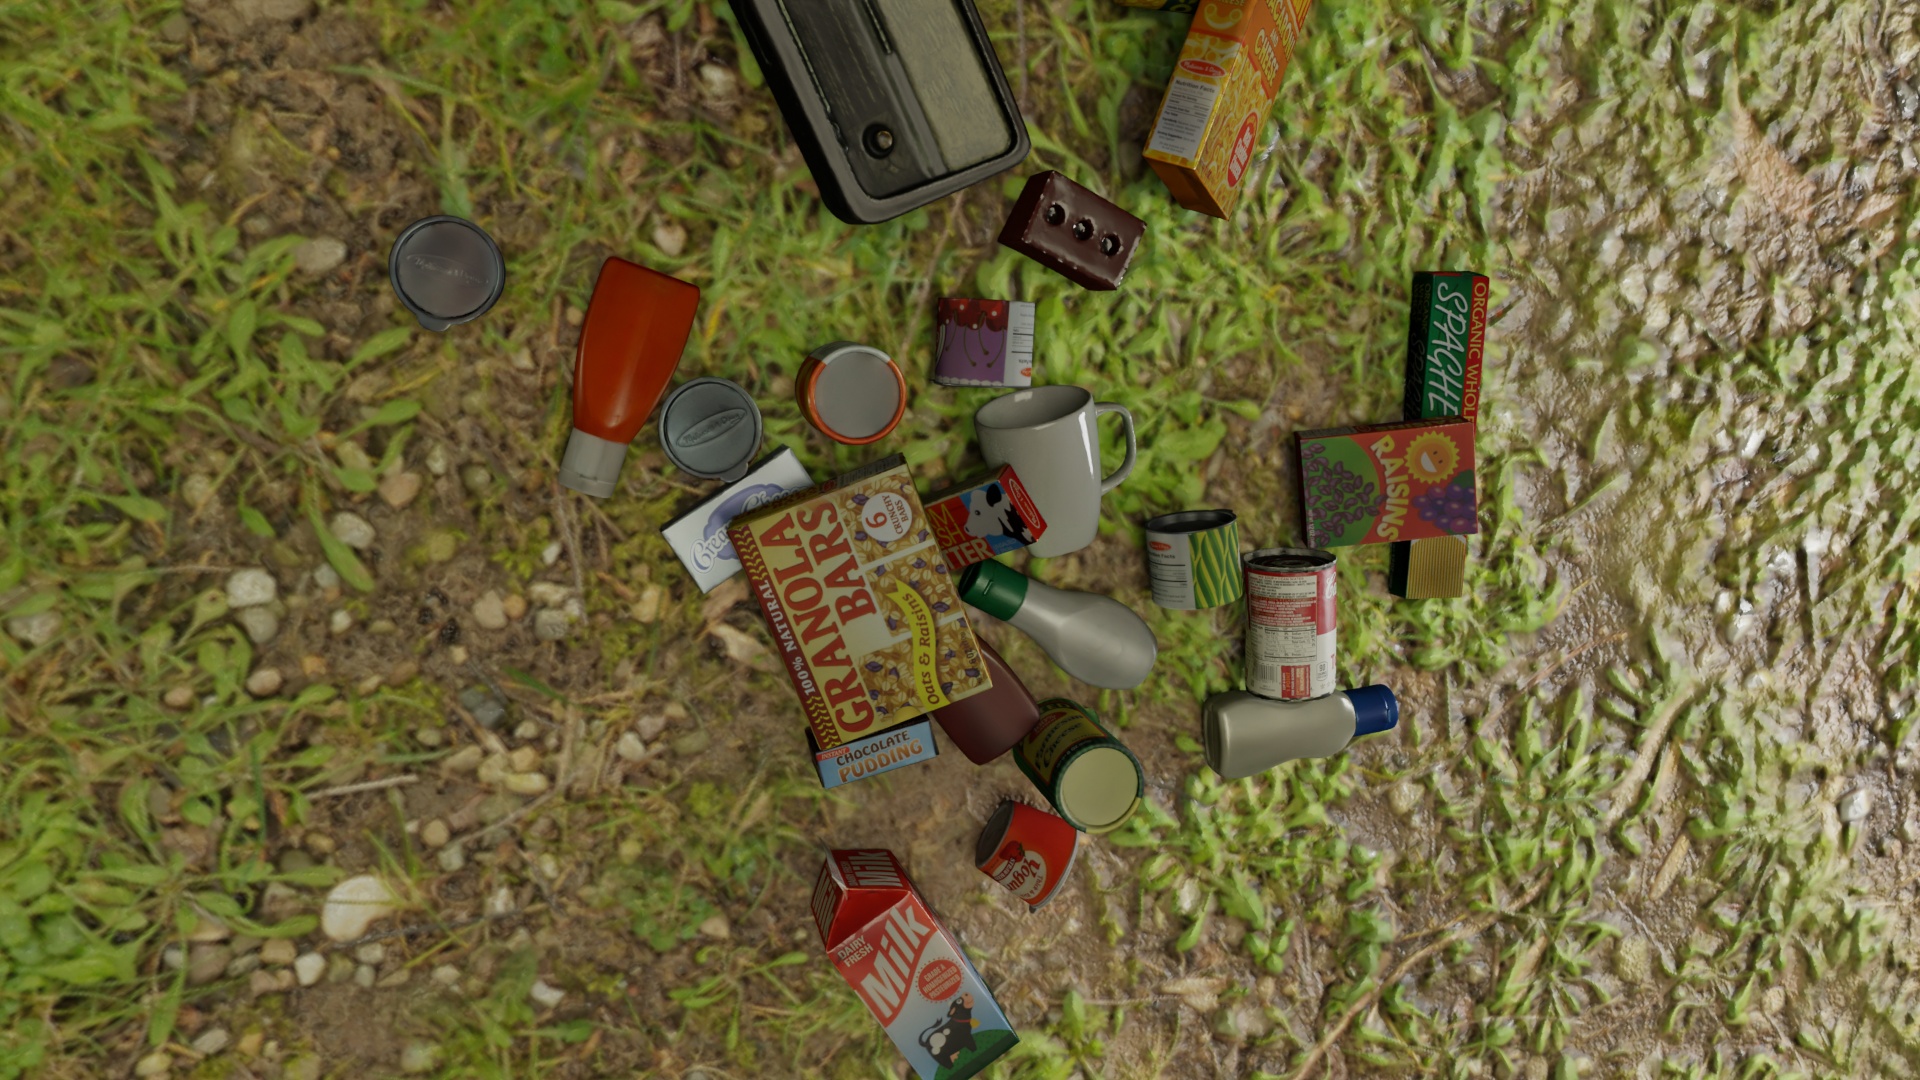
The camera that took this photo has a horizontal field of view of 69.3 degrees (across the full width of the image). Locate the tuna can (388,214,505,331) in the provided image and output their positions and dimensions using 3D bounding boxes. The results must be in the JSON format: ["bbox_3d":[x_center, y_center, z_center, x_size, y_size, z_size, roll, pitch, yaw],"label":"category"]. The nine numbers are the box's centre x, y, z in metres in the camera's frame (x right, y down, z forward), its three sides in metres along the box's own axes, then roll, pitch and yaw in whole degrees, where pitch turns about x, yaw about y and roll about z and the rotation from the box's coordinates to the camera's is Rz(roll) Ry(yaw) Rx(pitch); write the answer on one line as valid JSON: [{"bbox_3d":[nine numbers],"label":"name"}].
[{"bbox_3d":[-0.316,-0.164,0.857,0.071,0.033,0.071,-3,100,-14],"label":"tuna can"}]

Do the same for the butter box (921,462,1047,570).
[{"bbox_3d":[0.003,-0.012,0.940,0.053,0.103,0.024,58,39,-16],"label":"butter box"}]

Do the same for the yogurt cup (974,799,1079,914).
[{"bbox_3d":[0.047,0.224,1.006,0.054,0.072,0.072,29,92,-10],"label":"yogurt cup"}]

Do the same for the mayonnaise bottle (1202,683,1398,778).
[{"bbox_3d":[0.260,0.139,1.059,0.148,0.041,0.064,-8,103,-15],"label":"mayonnaise bottle"}]

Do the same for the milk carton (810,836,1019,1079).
[{"bbox_3d":[-0.044,0.294,0.988,0.073,0.072,0.190,-35,106,-6],"label":"milk carton"}]

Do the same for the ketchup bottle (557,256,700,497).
[{"bbox_3d":[-0.218,-0.102,0.888,0.065,0.043,0.148,18,95,-16],"label":"ketchup bottle"}]

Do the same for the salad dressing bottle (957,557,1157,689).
[{"bbox_3d":[0.069,0.057,0.993,0.147,0.044,0.064,27,94,-16],"label":"salad dressing bottle"}]

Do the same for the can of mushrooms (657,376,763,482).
[{"bbox_3d":[-0.161,-0.070,0.906,0.071,0.033,0.071,0,87,-5],"label":"can of mushrooms"}]

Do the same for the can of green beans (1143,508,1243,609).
[{"bbox_3d":[0.168,0.013,0.999,0.071,0.071,0.057,-11,103,-13],"label":"can of green beans"}]

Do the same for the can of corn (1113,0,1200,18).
[{"bbox_3d":[0.135,-0.383,0.921,0.058,0.071,0.071,1,100,-14],"label":"can of corn"}]

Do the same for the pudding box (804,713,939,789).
[{"bbox_3d":[-0.062,0.141,0.969,0.084,0.050,0.030,-14,105,-11],"label":"pudding box"}]

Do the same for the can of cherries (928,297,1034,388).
[{"bbox_3d":[0.013,-0.133,0.934,0.071,0.071,0.058,0,100,-15],"label":"can of cherries"}]

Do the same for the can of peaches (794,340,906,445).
[{"bbox_3d":[-0.072,-0.096,0.920,0.071,0.058,0.071,-3,100,-14],"label":"can of peaches"}]

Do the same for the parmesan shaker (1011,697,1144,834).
[{"bbox_3d":[0.084,0.156,0.982,0.071,0.103,0.071,-3,100,-14],"label":"parmesan shaker"}]

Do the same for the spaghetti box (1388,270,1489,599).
[{"bbox_3d":[0.362,-0.079,1.054,0.050,0.029,0.249,-1,100,-14],"label":"spaghetti box"}]

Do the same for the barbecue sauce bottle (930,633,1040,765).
[{"bbox_3d":[-0.009,0.085,0.976,0.065,0.044,0.148,-37,106,1],"label":"barbecue sauce bottle"}]

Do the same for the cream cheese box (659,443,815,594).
[{"bbox_3d":[-0.145,-0.015,0.933,0.104,0.024,0.053,-35,105,-7],"label":"cream cheese box"}]

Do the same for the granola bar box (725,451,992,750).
[{"bbox_3d":[-0.065,0.042,0.917,0.124,0.039,0.165,-21,104,2],"label":"granola bar box"}]

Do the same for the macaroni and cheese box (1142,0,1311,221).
[{"bbox_3d":[0.179,-0.310,0.918,0.040,0.124,0.166,22,94,20],"label":"macaroni and cheese box"}]

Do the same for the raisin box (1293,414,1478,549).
[{"bbox_3d":[0.312,-0.042,1.022,0.123,0.040,0.086,-6,101,8],"label":"raisin box"}]
